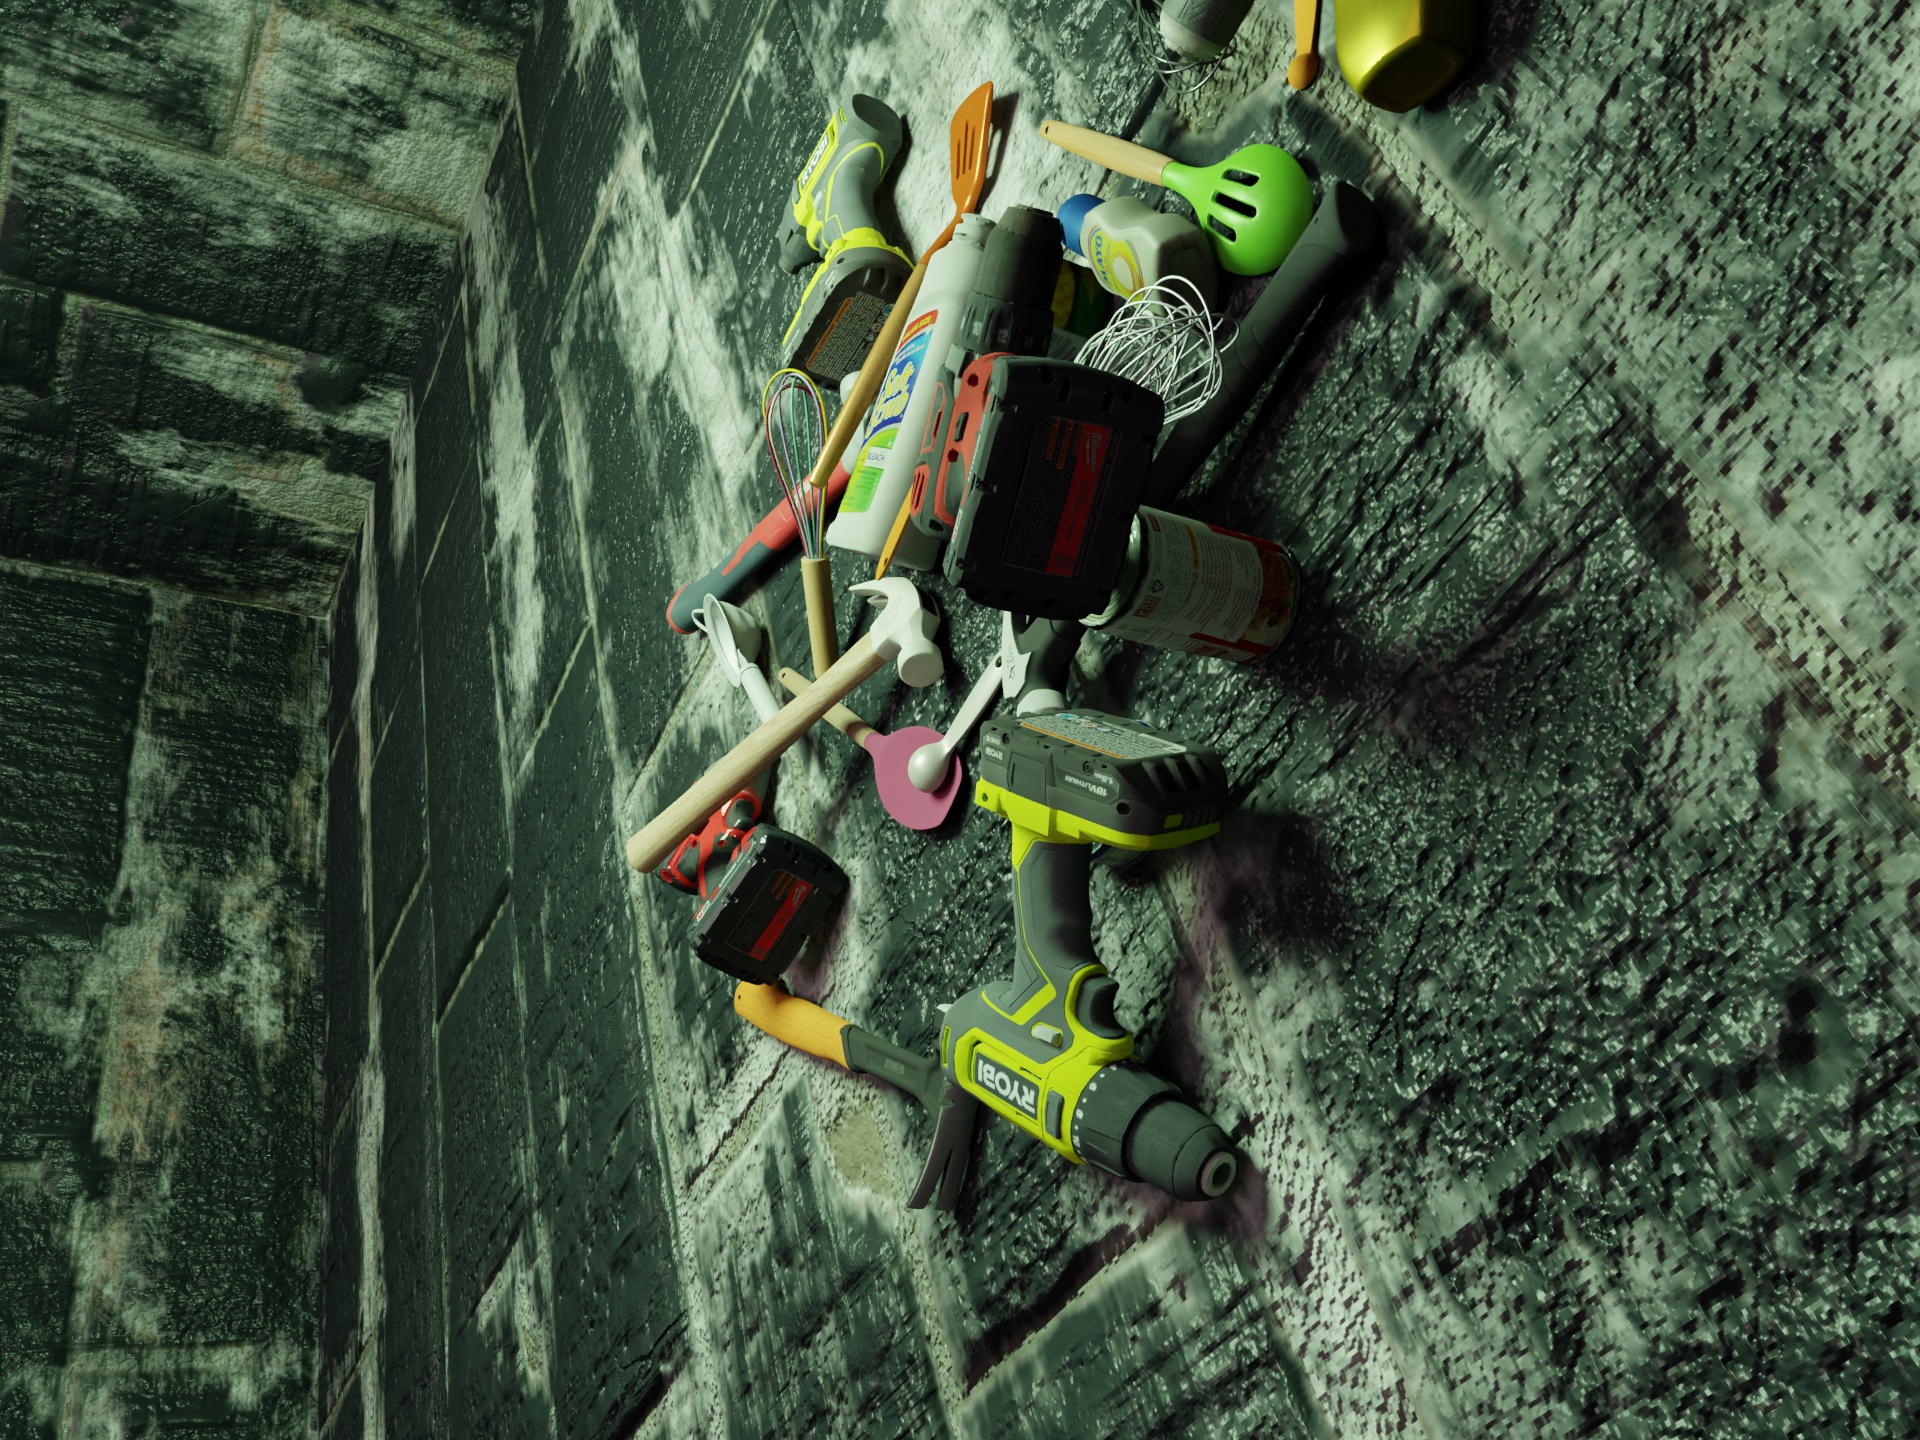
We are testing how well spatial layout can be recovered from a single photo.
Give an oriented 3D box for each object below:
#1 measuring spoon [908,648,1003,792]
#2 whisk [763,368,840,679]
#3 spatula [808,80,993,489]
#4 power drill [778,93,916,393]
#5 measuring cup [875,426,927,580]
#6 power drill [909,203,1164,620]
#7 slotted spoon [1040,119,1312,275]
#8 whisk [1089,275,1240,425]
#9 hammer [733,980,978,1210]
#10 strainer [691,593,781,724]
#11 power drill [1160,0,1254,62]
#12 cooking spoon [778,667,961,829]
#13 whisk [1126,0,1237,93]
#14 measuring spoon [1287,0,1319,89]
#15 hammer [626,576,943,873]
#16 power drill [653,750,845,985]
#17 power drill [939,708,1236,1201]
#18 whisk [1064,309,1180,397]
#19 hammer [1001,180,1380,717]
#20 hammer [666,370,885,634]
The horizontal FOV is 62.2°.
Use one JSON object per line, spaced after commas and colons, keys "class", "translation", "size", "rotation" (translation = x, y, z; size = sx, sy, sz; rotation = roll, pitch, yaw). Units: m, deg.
{"class": "measuring spoon", "translation": [-0.002, -0.003, 1.063], "size": [0.124, 0.018, 0.034], "rotation": [-56, 38, 22]}
{"class": "whisk", "translation": [-0.117, -0.146, 1.218], "size": [0.051, 0.047, 0.244], "rotation": [-103, 8, -69]}
{"class": "spatula", "translation": [-0.044, -0.319, 1.178], "size": [0.323, 0.041, 0.081], "rotation": [-64, 20, -7]}
{"class": "power drill", "translation": [-0.100, -0.382, 1.312], "size": [0.171, 0.080, 0.223], "rotation": [-48, 39, 42]}
{"class": "measuring cup", "translation": [-0.001, -0.163, 1.076], "size": [0.173, 0.052, 0.095], "rotation": [-63, 23, 20]}
{"class": "power drill", "translation": [0.031, -0.162, 0.814], "size": [0.227, 0.080, 0.187], "rotation": [-115, 37, -67]}
{"class": "slotted spoon", "translation": [0.117, -0.338, 0.977], "size": [0.314, 0.031, 0.070], "rotation": [52, 129, 54]}
{"class": "whisk", "translation": [0.069, -0.159, 0.901], "size": [0.284, 0.070, 0.070], "rotation": [143, 130, -63]}
{"class": "hammer", "translation": [-0.085, 0.235, 1.125], "size": [0.337, 0.034, 0.127], "rotation": [5, 84, 60]}
{"class": "strainer", "translation": [-0.177, -0.041, 1.341], "size": [0.259, 0.050, 0.086], "rotation": [-126, 24, -55]}
{"class": "power drill", "translation": [0.150, -0.478, 0.878], "size": [0.185, 0.084, 0.226], "rotation": [-59, 25, 30]}
{"class": "cooking spoon", "translation": [-0.075, 0.008, 1.196], "size": [0.319, 0.017, 0.069], "rotation": [33, 100, 57]}
{"class": "whisk", "translation": [0.116, -0.453, 1.000], "size": [0.055, 0.055, 0.239], "rotation": [-59, 31, 30]}
{"class": "measuring spoon", "translation": [0.190, -0.407, 0.887], "size": [0.021, 0.011, 0.117], "rotation": [-15, 68, 57]}
{"class": "hammer", "translation": [-0.139, 0.010, 1.198], "size": [0.331, 0.031, 0.130], "rotation": [-39, 35, 24]}
{"class": "power drill", "translation": [-0.175, 0.103, 1.267], "size": [0.143, 0.078, 0.220], "rotation": [-55, 28, 4]}
{"class": "power drill", "translation": [0.072, 0.121, 0.823], "size": [0.191, 0.080, 0.228], "rotation": [19, 110, 48]}
{"class": "whisk", "translation": [0.060, -0.169, 0.990], "size": [0.246, 0.057, 0.059], "rotation": [136, 144, -54]}
{"class": "hammer", "translation": [0.119, -0.145, 0.883], "size": [0.334, 0.035, 0.146], "rotation": [-56, 22, 27]}
{"class": "hammer", "translation": [-0.164, -0.145, 1.376], "size": [0.386, 0.038, 0.143], "rotation": [-32, 55, 51]}
